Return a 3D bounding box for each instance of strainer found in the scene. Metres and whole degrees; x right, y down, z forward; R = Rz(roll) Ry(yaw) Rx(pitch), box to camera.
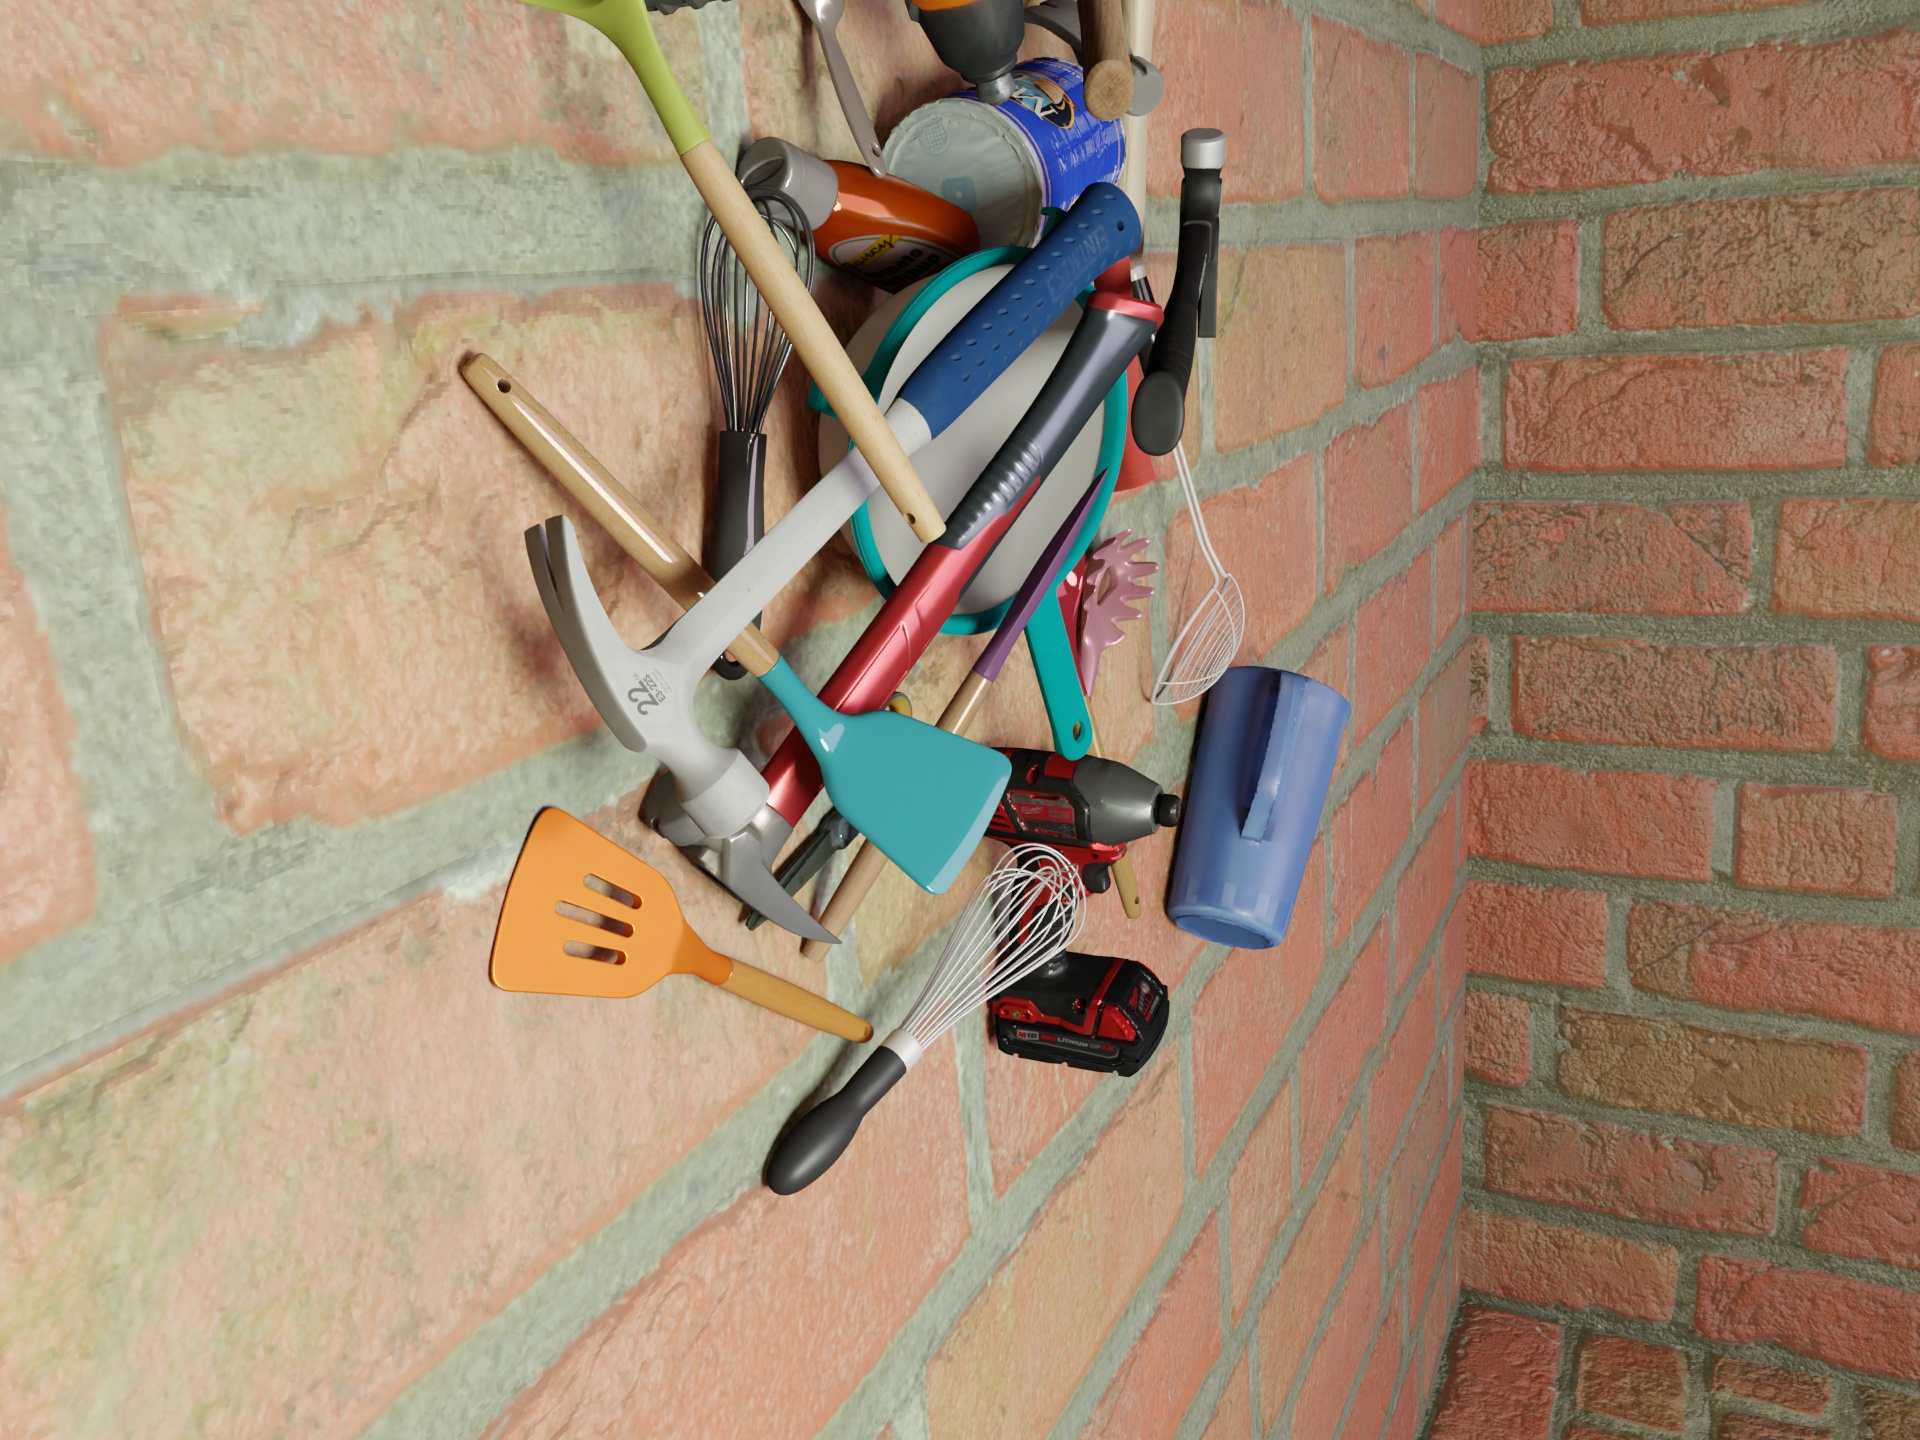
[{"bbox_3d":[0.008,-0.114,0.928,0.211,0.095,0.340,-43,136,-25],"label":"strainer"}]

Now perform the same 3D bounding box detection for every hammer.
[{"bbox_3d":[-0.031,-0.137,0.732,0.144,0.035,0.406,54,55,-22],"label":"hammer"},{"bbox_3d":[0.080,-0.468,0.961,0.129,0.031,0.332,87,2,-50],"label":"hammer"},{"bbox_3d":[0.145,-0.264,1.047,0.335,0.035,0.146,-72,164,-51],"label":"hammer"},{"bbox_3d":[0.103,-0.316,1.128,0.036,0.149,0.358,-23,137,-11],"label":"hammer"},{"bbox_3d":[0.115,-0.484,1.030,0.146,0.038,0.410,-87,177,-48],"label":"hammer"},{"bbox_3d":[-0.003,-0.066,0.833,0.386,0.038,0.143,-55,138,-14],"label":"hammer"}]

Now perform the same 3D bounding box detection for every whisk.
[{"bbox_3d":[-0.103,-0.138,0.774,0.055,0.055,0.239,-11,107,-63],"label":"whisk"},{"bbox_3d":[-0.015,0.173,0.937,0.285,0.070,0.070,-44,133,-34],"label":"whisk"}]

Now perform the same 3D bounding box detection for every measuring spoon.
[{"bbox_3d":[-0.056,-0.336,0.815,0.034,0.018,0.124,-5,73,-58],"label":"measuring spoon"}]

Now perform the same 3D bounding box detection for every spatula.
[{"bbox_3d":[-0.119,0.129,0.805,0.322,0.041,0.081,46,54,-61],"label":"spatula"},{"bbox_3d":[-0.095,-0.044,0.704,0.317,0.044,0.082,47,60,-32],"label":"spatula"},{"bbox_3d":[-0.001,-0.003,0.879,0.316,0.018,0.060,-59,-178,2],"label":"spatula"}]

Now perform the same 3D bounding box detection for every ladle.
[{"bbox_3d":[0.093,0.005,1.158,0.069,0.031,0.315,-31,114,-38],"label":"ladle"},{"bbox_3d":[-0.099,-0.199,0.635,0.062,0.078,0.320,-46,114,-33],"label":"ladle"}]

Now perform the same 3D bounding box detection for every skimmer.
[{"bbox_3d":[0.160,-0.187,1.311,0.127,0.090,0.363,-43,121,-51],"label":"skimmer"}]

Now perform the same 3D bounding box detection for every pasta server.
[{"bbox_3d":[0.091,0.008,1.189,0.060,0.040,0.316,25,72,-40],"label":"pasta server"}]

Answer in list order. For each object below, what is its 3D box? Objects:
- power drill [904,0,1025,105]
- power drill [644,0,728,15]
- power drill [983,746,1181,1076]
[{"bbox_3d":[0.005,-0.447,0.855,0.227,0.084,0.164,-82,157,-43],"label":"power drill"},{"bbox_3d":[-0.129,-0.429,0.651,0.171,0.080,0.223,30,63,-61],"label":"power drill"},{"bbox_3d":[0.081,0.124,1.070,0.078,0.143,0.219,-47,136,-55],"label":"power drill"}]
